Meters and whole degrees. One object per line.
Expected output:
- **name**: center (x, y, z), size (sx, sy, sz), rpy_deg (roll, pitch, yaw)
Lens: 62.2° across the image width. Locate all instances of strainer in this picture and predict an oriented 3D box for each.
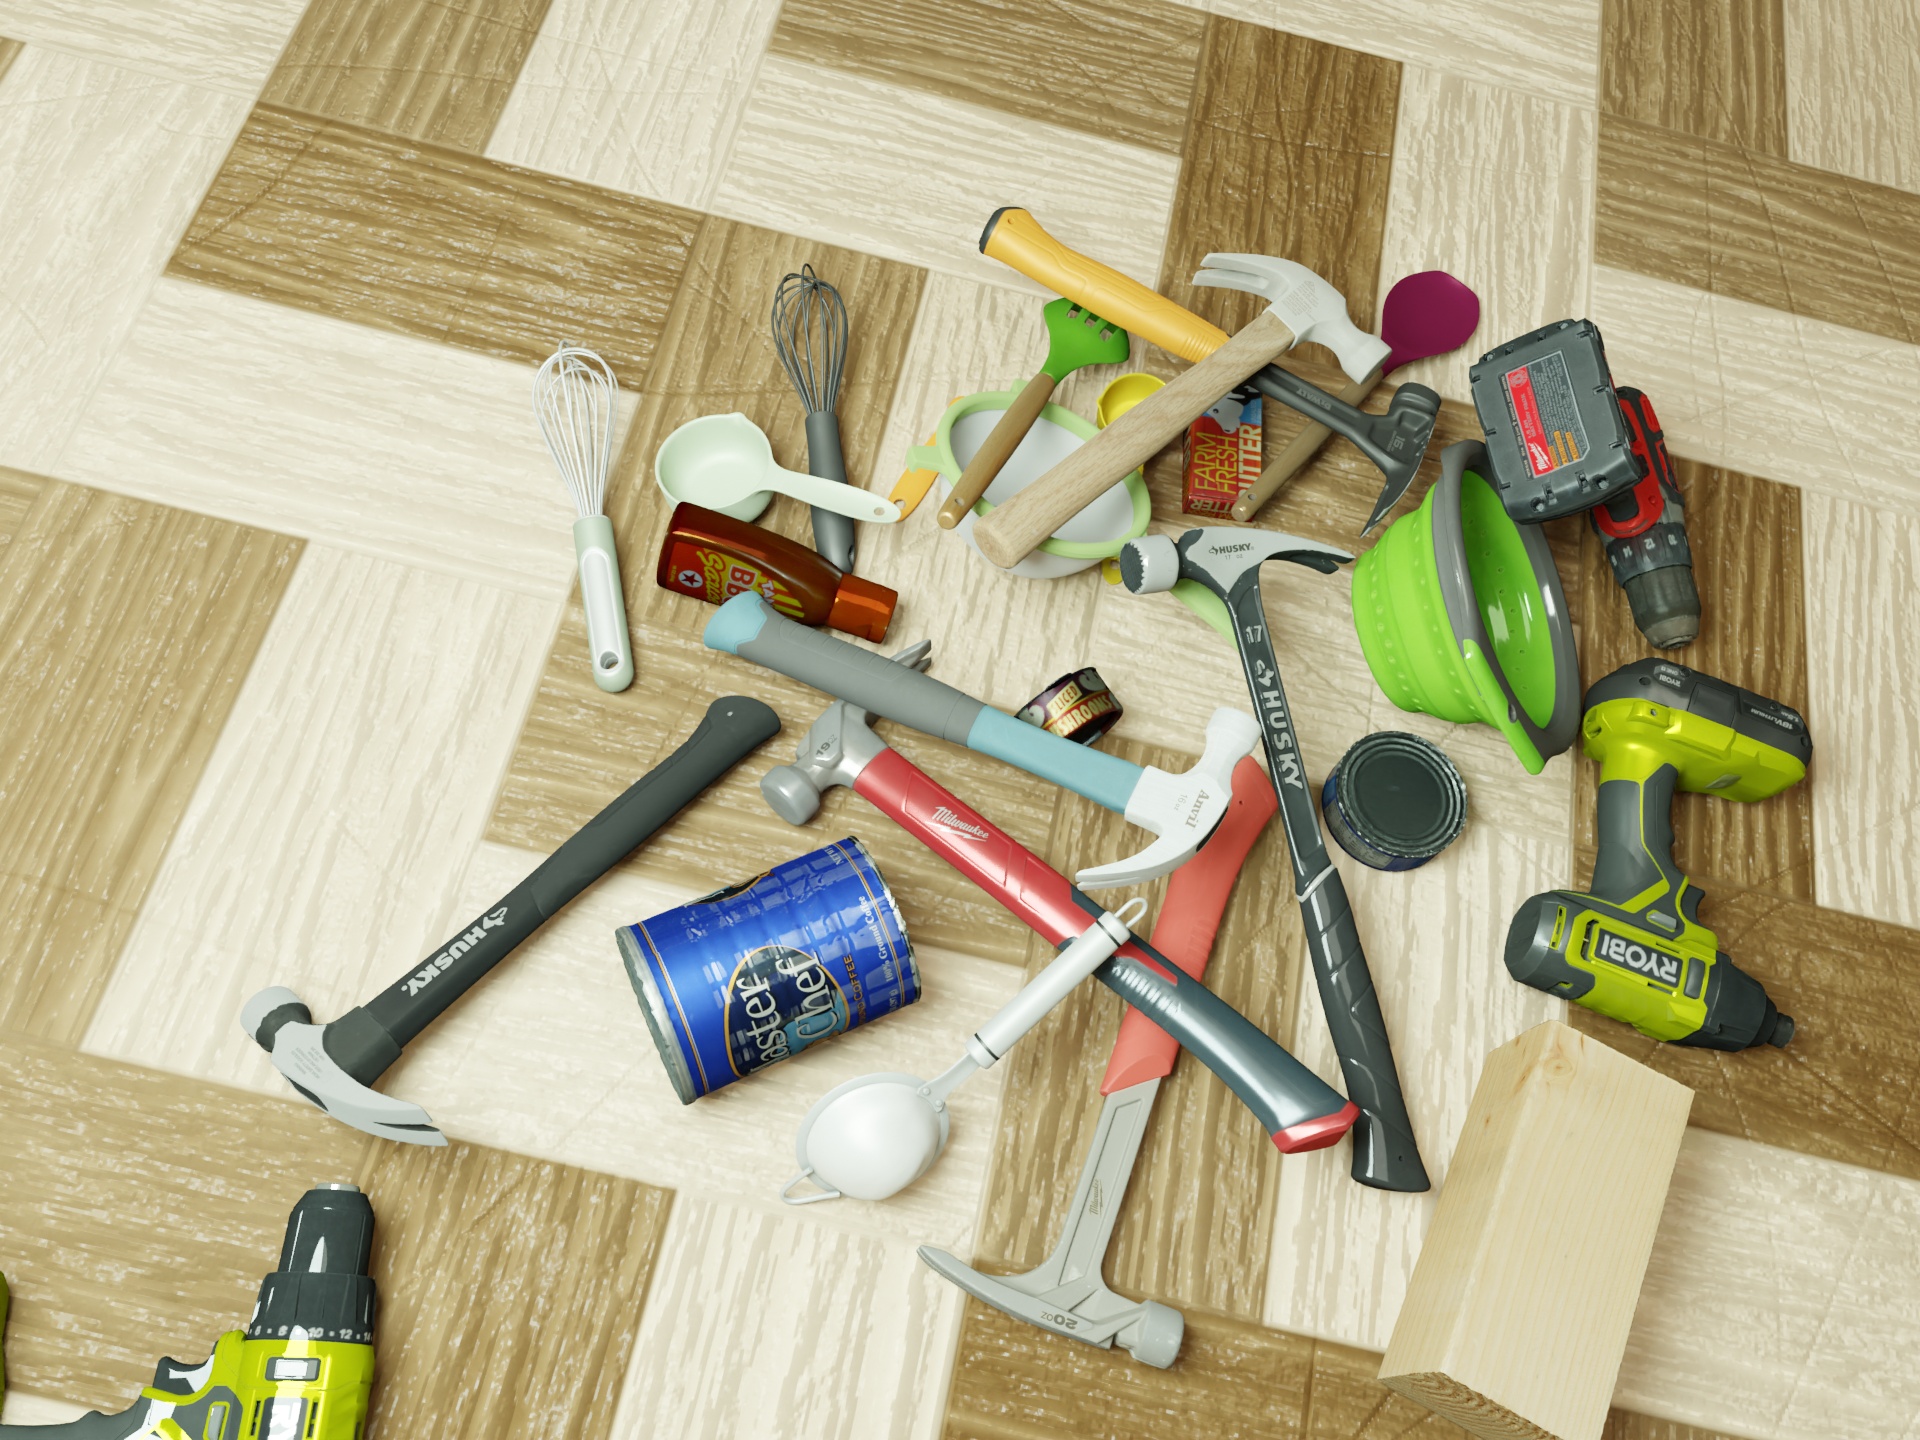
- **strainer**: center (0.084, -0.109, 1.035), size (0.256, 0.069, 0.151), rpy_deg (40, 43, 7)
- **strainer**: center (0.005, 0.184, 0.859), size (0.258, 0.050, 0.086), rpy_deg (-43, 121, -2)

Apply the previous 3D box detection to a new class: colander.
- **colander**: center (0.337, -0.123, 1.068), size (0.204, 0.094, 0.397), rpy_deg (52, 41, -27)

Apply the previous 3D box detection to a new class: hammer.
- **hammer**: center (0.211, 0.076, 0.948), size (0.149, 0.036, 0.409), rpy_deg (-9, 79, -20)
- **hammer**: center (0.162, -0.251, 1.081), size (0.337, 0.034, 0.127), rpy_deg (29, 59, 0)
- **hammer**: center (0.070, 0.102, 0.922), size (0.386, 0.038, 0.143), rpy_deg (36, 66, 19)
- **hammer**: center (0.104, 0.174, 0.929), size (0.149, 0.036, 0.359), rpy_deg (22, 65, 2)
- **hammer**: center (-0.228, 0.096, 0.898), size (0.146, 0.035, 0.335), rpy_deg (27, 56, 34)
- **hammer**: center (0.131, -0.198, 1.009), size (0.331, 0.031, 0.130), rpy_deg (-39, 79, -26)
- **hammer**: center (-0.001, -0.003, 0.934), size (0.331, 0.033, 0.128), rpy_deg (23, 73, 16)

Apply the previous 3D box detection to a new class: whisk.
- **whisk**: center (-0.236, -0.133, 1.016), size (0.058, 0.059, 0.246), rpy_deg (-12, 72, 0)
- **whisk**: center (-0.093, -0.202, 1.069), size (0.055, 0.055, 0.239), rpy_deg (-4, 70, -10)

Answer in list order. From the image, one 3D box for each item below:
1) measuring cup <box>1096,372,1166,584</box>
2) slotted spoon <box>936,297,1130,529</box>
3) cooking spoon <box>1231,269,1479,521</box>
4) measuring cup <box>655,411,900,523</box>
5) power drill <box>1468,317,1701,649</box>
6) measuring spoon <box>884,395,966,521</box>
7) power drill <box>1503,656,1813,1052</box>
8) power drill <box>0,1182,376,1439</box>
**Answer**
- **measuring cup**: center (0.114, -0.164, 1.097), size (0.062, 0.029, 0.157), rpy_deg (11, 76, -3)
- **slotted spoon**: center (0.049, -0.208, 1.036), size (0.070, 0.031, 0.314), rpy_deg (32, 44, -1)
- **cooking spoon**: center (0.283, -0.236, 1.139), size (0.069, 0.017, 0.319), rpy_deg (40, 60, 10)
- **measuring cup**: center (-0.116, -0.145, 1.028), size (0.167, 0.038, 0.083), rpy_deg (17, 64, 12)
- **power drill**: center (0.426, -0.150, 1.047), size (0.226, 0.080, 0.188), rpy_deg (12, 64, -52)
- **measuring spoon**: center (-0.021, -0.180, 1.086), size (0.021, 0.011, 0.117), rpy_deg (28, 65, 5)
- **power drill**: center (0.450, 0.088, 0.998), size (0.171, 0.080, 0.223), rpy_deg (21, 68, 2)
- **power drill**: center (-0.402, 0.320, 0.769), size (0.228, 0.080, 0.191), rpy_deg (5, 65, -9)
